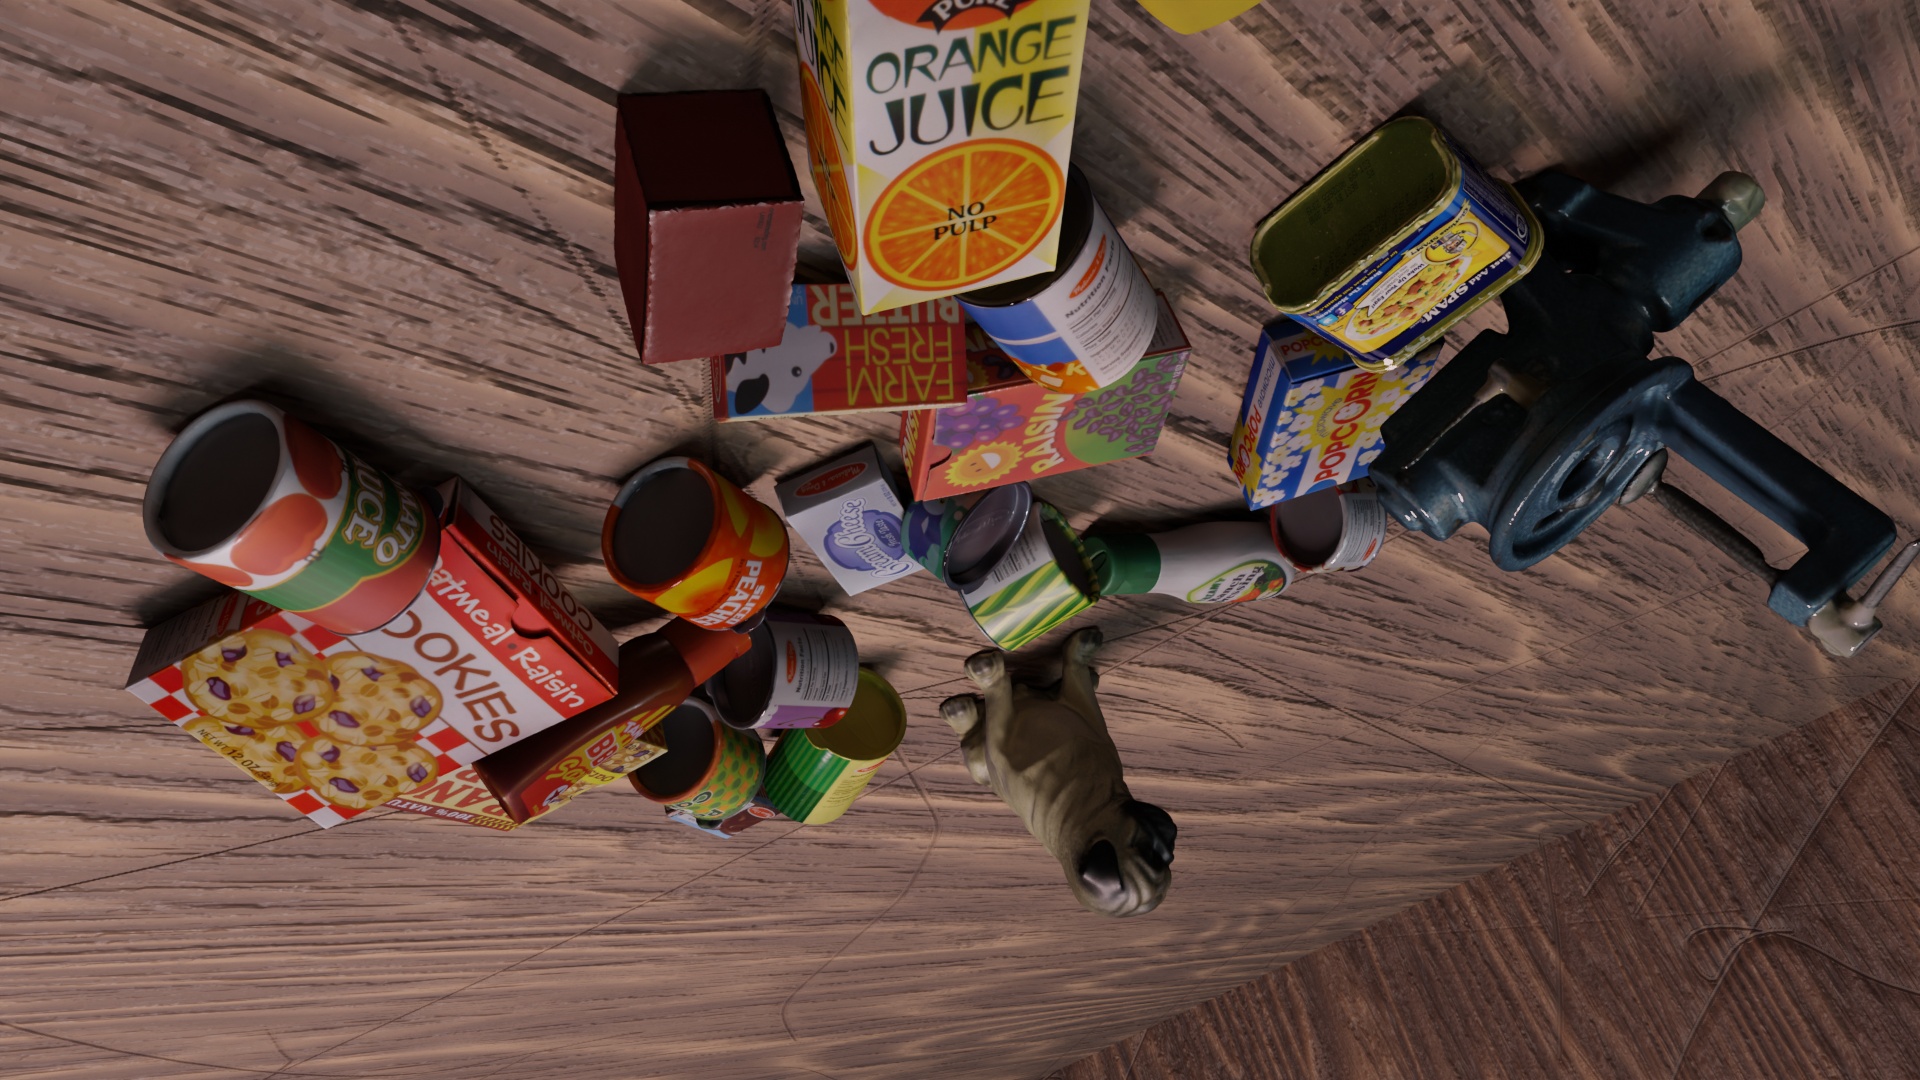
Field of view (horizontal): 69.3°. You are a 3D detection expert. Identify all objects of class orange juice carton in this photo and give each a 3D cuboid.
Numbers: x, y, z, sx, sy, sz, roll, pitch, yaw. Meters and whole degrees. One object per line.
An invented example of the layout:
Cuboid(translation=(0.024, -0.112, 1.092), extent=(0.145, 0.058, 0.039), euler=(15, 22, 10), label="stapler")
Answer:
Cuboid(translation=(-0.009, -0.160, 0.414), extent=(0.073, 0.072, 0.191), euler=(-15, 152, -10), label="orange juice carton")

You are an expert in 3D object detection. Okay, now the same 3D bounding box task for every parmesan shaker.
Cuboid(translation=(-0.086, 0.135, 0.897), extent=(0.071, 0.071, 0.102), euler=(-3, 149, -29), label="parmesan shaker")

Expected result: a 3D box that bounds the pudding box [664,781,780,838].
Cuboid(translation=(-0.166, 0.178, 0.962), extent=(0.049, 0.030, 0.083), euler=(-27, 152, 10), label="pudding box")

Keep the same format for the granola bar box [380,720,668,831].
Cuboid(translation=(-0.261, 0.110, 0.767), extent=(0.124, 0.039, 0.165), euler=(-28, 151, 14), label="granola bar box")

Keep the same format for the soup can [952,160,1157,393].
Cuboid(translation=(0.033, -0.105, 0.551), extent=(0.071, 0.071, 0.083), euler=(-28, 152, 14), label="soup can")

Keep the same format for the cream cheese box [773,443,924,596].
Cuboid(translation=(-0.051, -0.008, 0.709), extent=(0.053, 0.024, 0.103), euler=(-21, 152, 5), label="cream cheese box")

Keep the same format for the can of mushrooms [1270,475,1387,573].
Cuboid(translation=(0.219, -0.014, 0.835), extent=(0.033, 0.071, 0.070), euler=(-2, 147, -30), label="can of mushrooms")

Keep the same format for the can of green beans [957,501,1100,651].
Cuboid(translation=(0.037, 0.020, 0.772), extent=(0.057, 0.071, 0.071), euler=(-31, 150, 19), label="can of green beans")

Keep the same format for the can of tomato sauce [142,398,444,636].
Cuboid(translation=(-0.252, -0.008, 0.532), extent=(0.071, 0.071, 0.083), euler=(-25, 151, 9), label="can of tomato sauce")

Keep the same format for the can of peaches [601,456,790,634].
Cuboid(translation=(-0.120, 0.003, 0.635), extent=(0.071, 0.071, 0.058), euler=(-27, 150, 14), label="can of peaches")

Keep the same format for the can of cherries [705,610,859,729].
Cuboid(translation=(-0.100, 0.072, 0.780), extent=(0.058, 0.072, 0.071), euler=(6, 142, -42), label="can of cherries")

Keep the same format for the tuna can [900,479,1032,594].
Cuboid(translation=(0.003, -0.009, 0.704), extent=(0.071, 0.033, 0.070), euler=(-39, 150, -28), label="tuna can")

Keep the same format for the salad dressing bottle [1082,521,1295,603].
Cuboid(translation=(0.139, 0.014, 0.853), extent=(0.148, 0.044, 0.064), euler=(0, 149, -33), label="salad dressing bottle")

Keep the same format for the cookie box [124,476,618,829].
Cuboid(translation=(-0.259, 0.056, 0.629), extent=(0.167, 0.040, 0.122), euler=(-25, 131, 9), label="cookie box")

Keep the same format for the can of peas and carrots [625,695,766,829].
Cuboid(translation=(-0.161, 0.135, 0.843), extent=(0.071, 0.071, 0.058), euler=(-25, 151, 10), label="can of peas and carrots")

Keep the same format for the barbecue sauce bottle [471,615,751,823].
Cuboid(translation=(-0.177, 0.083, 0.715), extent=(0.149, 0.044, 0.064), euler=(-37, 169, -24), label="barbecue sauce bottle")

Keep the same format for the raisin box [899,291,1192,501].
Cuboid(translation=(0.037, -0.065, 0.648), extent=(0.123, 0.040, 0.085), euler=(-12, 152, -14), label="raisin box")

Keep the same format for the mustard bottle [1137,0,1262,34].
Cuboid(translation=(0.053, -0.211, 0.387), extent=(0.065, 0.049, 0.160), euler=(-30, 151, 14), label="mustard bottle")

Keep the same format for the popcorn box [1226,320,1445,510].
Cuboid(translation=(0.196, -0.073, 0.741), extent=(0.085, 0.038, 0.126), euler=(-17, 152, -8), label="popcorn box")

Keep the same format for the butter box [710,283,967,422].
Cuboid(translation=(-0.048, -0.077, 0.556), extent=(0.104, 0.053, 0.024), euler=(-6, -173, -25), label="butter box")
